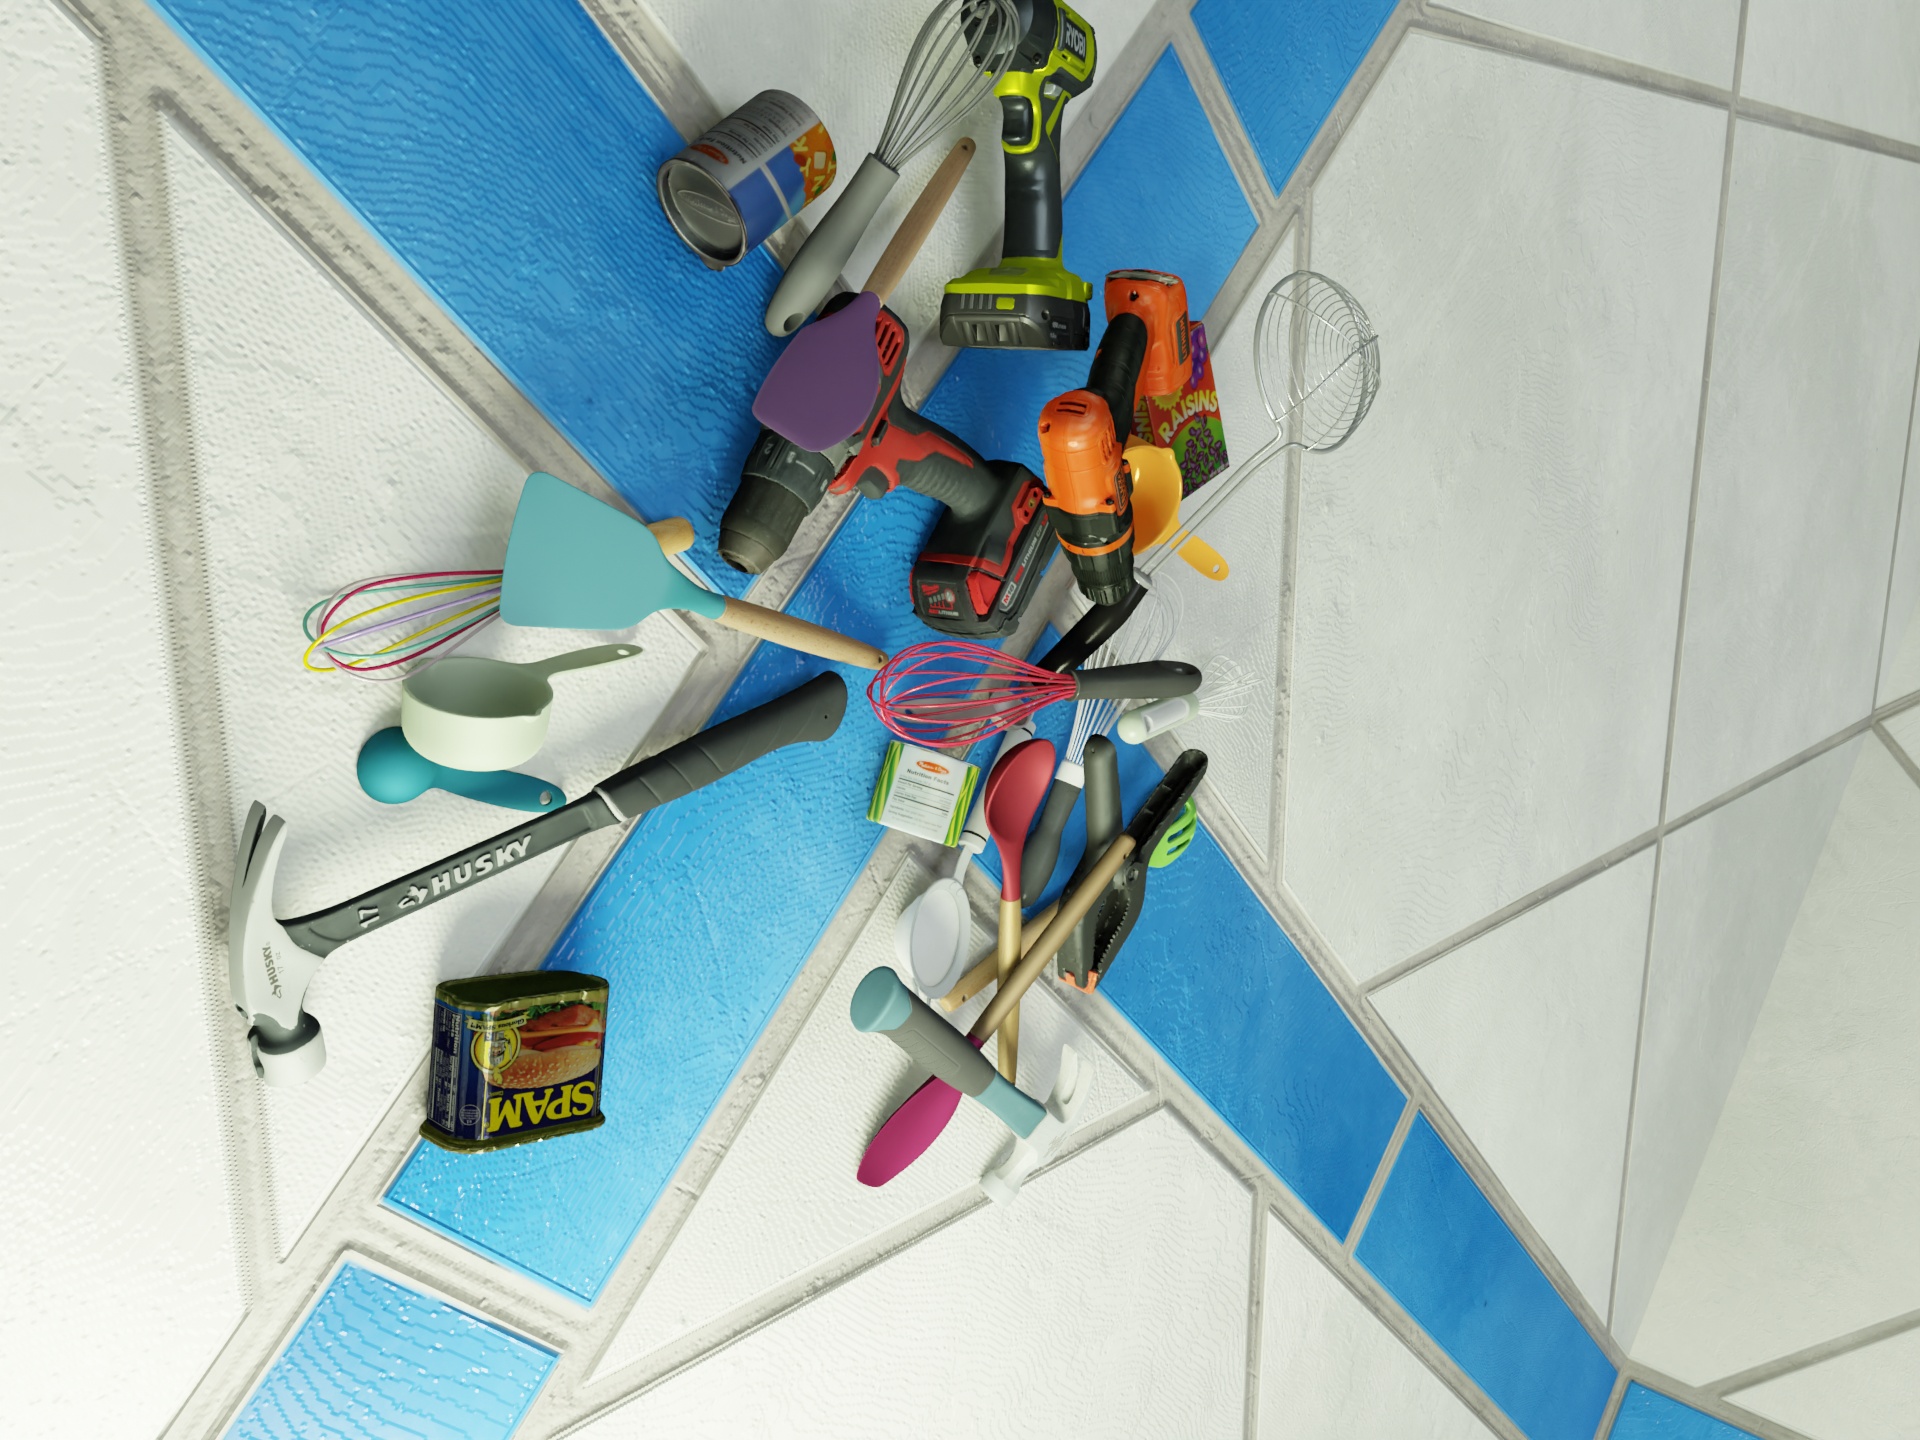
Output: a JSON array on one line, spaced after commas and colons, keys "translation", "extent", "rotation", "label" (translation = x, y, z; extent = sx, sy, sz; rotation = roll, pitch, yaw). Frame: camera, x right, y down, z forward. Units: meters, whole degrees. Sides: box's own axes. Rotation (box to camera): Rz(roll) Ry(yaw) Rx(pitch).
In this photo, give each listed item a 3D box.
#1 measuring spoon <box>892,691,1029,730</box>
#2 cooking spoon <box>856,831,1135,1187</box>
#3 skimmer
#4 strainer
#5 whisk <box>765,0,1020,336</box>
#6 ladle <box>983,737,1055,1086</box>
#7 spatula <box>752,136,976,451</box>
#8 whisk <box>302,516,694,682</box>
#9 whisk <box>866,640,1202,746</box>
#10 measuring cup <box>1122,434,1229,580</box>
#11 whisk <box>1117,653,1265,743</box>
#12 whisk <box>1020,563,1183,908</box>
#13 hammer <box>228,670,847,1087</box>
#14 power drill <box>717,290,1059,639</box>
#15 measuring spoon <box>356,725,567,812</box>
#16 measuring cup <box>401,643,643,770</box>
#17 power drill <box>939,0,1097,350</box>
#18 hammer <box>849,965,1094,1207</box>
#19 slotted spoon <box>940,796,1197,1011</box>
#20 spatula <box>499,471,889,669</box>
[{"translation": [-0.002, -0.004, 1.139], "extent": [0.124, 0.034, 0.018], "rotation": [-2, 145, -40], "label": "measuring spoon"}, {"translation": [0.028, 0.211, 1.166], "extent": [0.319, 0.017, 0.068], "rotation": [-52, 141, -3], "label": "cooking spoon"}, {"translation": [0.164, -0.162, 1.160], "extent": [0.127, 0.090, 0.363], "rotation": [32, 110, -36], "label": "skimmer"}, {"translation": [0.004, 0.096, 1.152], "extent": [0.086, 0.050, 0.258], "rotation": [52, 56, -51], "label": "strainer"}, {"translation": [-0.044, -0.326, 0.937], "extent": [0.055, 0.055, 0.239], "rotation": [18, 117, -47], "label": "whisk"}, {"translation": [0.038, 0.151, 1.172], "extent": [0.069, 0.031, 0.315], "rotation": [-24, 125, -40], "label": "ladle"}, {"translation": [-0.044, -0.268, 0.965], "extent": [0.059, 0.018, 0.316], "rotation": [31, 52, -10], "label": "spatula"}, {"translation": [-0.244, -0.072, 0.862], "extent": [0.245, 0.051, 0.047], "rotation": [-27, 138, -44], "label": "whisk"}, {"translation": [0.061, -0.024, 1.125], "extent": [0.295, 0.073, 0.073], "rotation": [-5, 103, -36], "label": "whisk"}, {"translation": [0.142, -0.155, 1.209], "extent": [0.173, 0.052, 0.095], "rotation": [29, 99, -42], "label": "measuring cup"}, {"translation": [0.182, -0.013, 1.262], "extent": [0.246, 0.059, 0.058], "rotation": [-19, 94, -59], "label": "whisk"}, {"translation": [0.097, 0.011, 1.221], "extent": [0.070, 0.070, 0.284], "rotation": [27, 84, -46], "label": "whisk"}, {"translation": [-0.217, 0.050, 0.904], "extent": [0.409, 0.036, 0.149], "rotation": [-27, 129, -42], "label": "hammer"}, {"translation": [-0.046, -0.136, 1.022], "extent": [0.226, 0.080, 0.188], "rotation": [39, 71, -40], "label": "power drill"}, {"translation": [-0.266, 0.034, 0.870], "extent": [0.128, 0.021, 0.042], "rotation": [18, 86, -46], "label": "measuring spoon"}, {"translation": [-0.233, -0.012, 0.873], "extent": [0.167, 0.083, 0.038], "rotation": [-24, 133, -58], "label": "measuring cup"}, {"translation": [0.037, -0.354, 1.025], "extent": [0.171, 0.080, 0.223], "rotation": [-29, 123, -68], "label": "power drill"}, {"translation": [0.008, 0.253, 1.133], "extent": [0.128, 0.033, 0.330], "rotation": [-48, 142, -7], "label": "hammer"}, {"translation": [0.096, 0.141, 1.267], "extent": [0.314, 0.031, 0.070], "rotation": [-33, 125, -35], "label": "slotted spoon"}, {"translation": [-0.138, -0.065, 0.950], "extent": [0.317, 0.044, 0.082], "rotation": [17, 82, -59], "label": "spatula"}]
